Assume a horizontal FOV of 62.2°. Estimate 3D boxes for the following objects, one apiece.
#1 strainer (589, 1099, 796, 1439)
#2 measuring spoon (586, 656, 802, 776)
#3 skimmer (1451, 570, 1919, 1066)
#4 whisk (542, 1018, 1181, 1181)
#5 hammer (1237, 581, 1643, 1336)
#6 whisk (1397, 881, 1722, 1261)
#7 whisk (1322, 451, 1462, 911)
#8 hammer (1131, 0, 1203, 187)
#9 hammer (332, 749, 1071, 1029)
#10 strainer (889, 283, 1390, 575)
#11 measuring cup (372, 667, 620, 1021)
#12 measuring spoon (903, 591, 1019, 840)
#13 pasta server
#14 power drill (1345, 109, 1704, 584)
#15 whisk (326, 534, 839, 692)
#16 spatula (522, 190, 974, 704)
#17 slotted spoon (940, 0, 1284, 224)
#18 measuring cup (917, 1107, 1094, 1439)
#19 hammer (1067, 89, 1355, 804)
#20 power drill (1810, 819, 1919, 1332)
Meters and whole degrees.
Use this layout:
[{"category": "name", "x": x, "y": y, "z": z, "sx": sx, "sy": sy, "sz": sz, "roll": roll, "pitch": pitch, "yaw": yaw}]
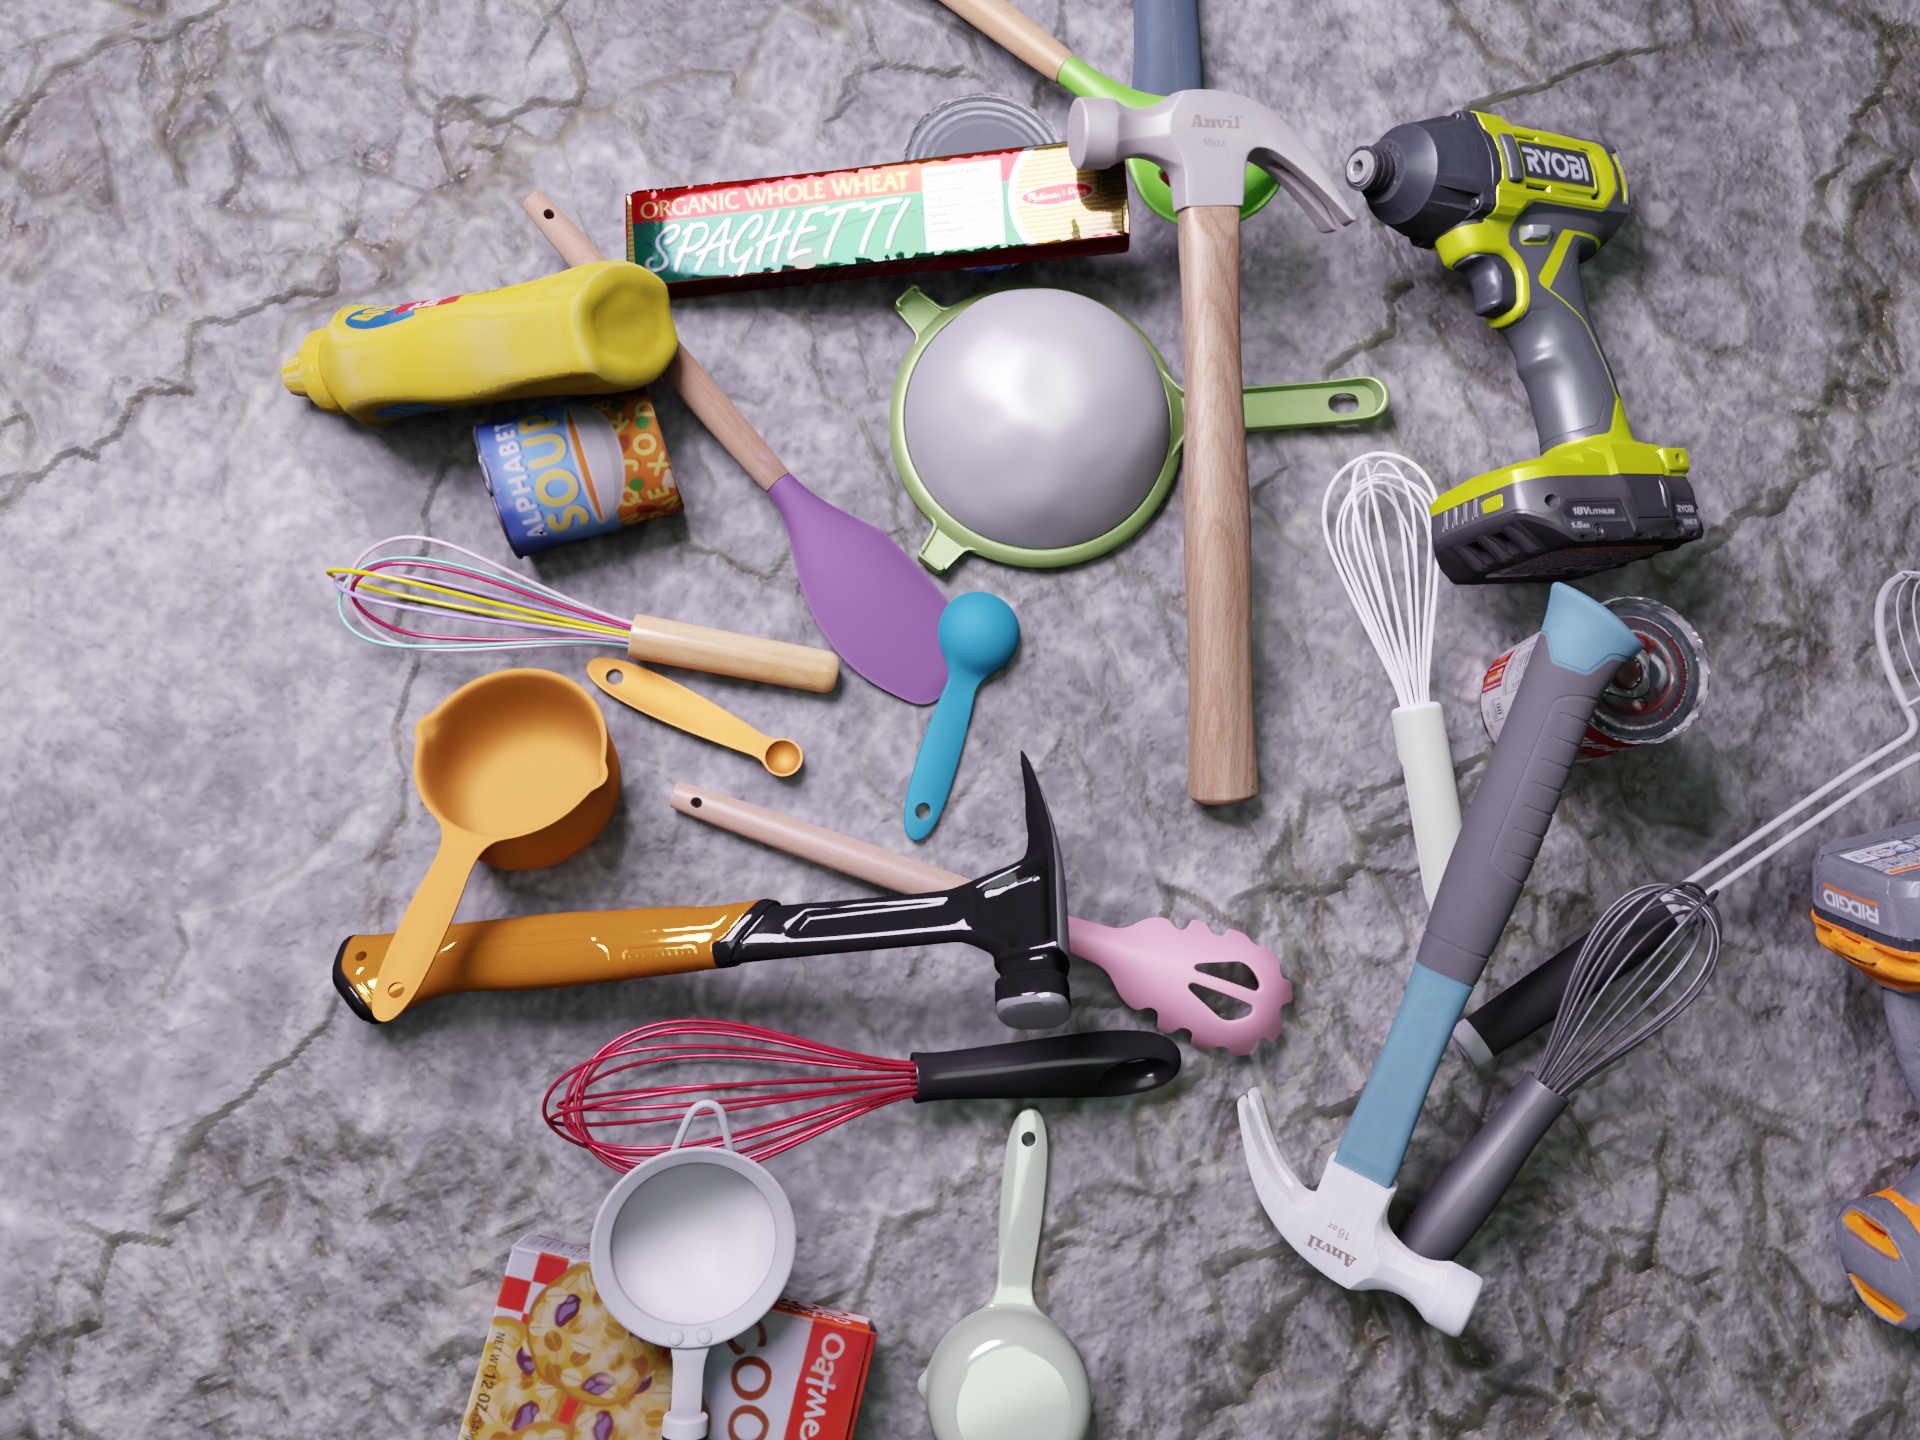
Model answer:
[{"category": "strainer", "x": -0.118, "y": 0.290, "z": 0.674, "sx": 0.087, "sy": 0.050, "sz": 0.258, "roll": 4, "pitch": 82, "yaw": -12}, {"category": "measuring spoon", "x": -0.130, "y": -0.002, "z": 0.779, "sx": 0.117, "sy": 0.011, "sz": 0.021, "roll": 25, "pitch": 69, "yaw": 4}, {"category": "skimmer", "x": 0.394, "y": 0.057, "z": 0.795, "sx": 0.363, "sy": 0.090, "sz": 0.127, "roll": -35, "pitch": 88, "yaw": 2}, {"category": "whisk", "x": -0.041, "y": 0.167, "z": 0.733, "sx": 0.295, "sy": 0.073, "sz": 0.073, "roll": -2, "pitch": 81, "yaw": -10}, {"category": "hammer", "x": 0.224, "y": 0.101, "z": 0.713, "sx": 0.128, "sy": 0.033, "sz": 0.331, "roll": 23, "pitch": 100, "yaw": 23}, {"category": "whisk", "x": 0.272, "y": 0.171, "z": 0.736, "sx": 0.055, "sy": 0.055, "sz": 0.239, "roll": 35, "pitch": 98, "yaw": 2}, {"category": "whisk", "x": 0.224, "y": -0.013, "z": 0.790, "sx": 0.059, "sy": 0.057, "sz": 0.246, "roll": -11, "pitch": 84, "yaw": 29}, {"category": "hammer", "x": 0.118, "y": -0.472, "z": 0.857, "sx": 0.143, "sy": 0.038, "sz": 0.386, "roll": -3, "pitch": 81, "yaw": -6}, {"category": "hammer", "x": -0.120, "y": 0.091, "z": 0.721, "sx": 0.337, "sy": 0.034, "sz": 0.127, "roll": -7, "pitch": 53, "yaw": 7}, {"category": "strainer", "x": 0.093, "y": -0.159, "z": 0.788, "sx": 0.256, "sy": 0.069, "sz": 0.151, "roll": -4, "pitch": 81, "yaw": -3}, {"category": "measuring cup", "x": -0.215, "y": 0.061, "z": 0.719, "sx": 0.095, "sy": 0.052, "sz": 0.174, "roll": 15, "pitch": 64, "yaw": 10}, {"category": "measuring spoon", "x": -0.001, "y": -0.002, "z": 0.777, "sx": 0.042, "sy": 0.021, "sz": 0.129, "roll": 20, "pitch": 82, "yaw": -17}, {"category": "pasta server", "x": 0.010, "y": 0.089, "z": 0.766, "sx": 0.316, "sy": 0.040, "sz": 0.060, "roll": 19, "pitch": 80, "yaw": 3}, {"category": "power drill", "x": 0.272, "y": -0.184, "z": 0.779, "sx": 0.171, "sy": 0.080, "sz": 0.223, "roll": -5, "pitch": 80, "yaw": -32}, {"category": "whisk", "x": -0.179, "y": -0.044, "z": 0.762, "sx": 0.245, "sy": 0.047, "sz": 0.051, "roll": 11, "pitch": 54, "yaw": -7}, {"category": "spatula", "x": -0.108, "y": -0.135, "z": 0.784, "sx": 0.060, "sy": 0.018, "sz": 0.316, "roll": -41, "pitch": 92, "yaw": -11}, {"category": "slotted spoon", "x": 0.037, "y": -0.348, "z": 0.813, "sx": 0.314, "sy": 0.031, "sz": 0.070, "roll": 41, "pitch": 92, "yaw": 14}, {"category": "measuring cup", "x": 0.027, "y": 0.265, "z": 0.729, "sx": 0.083, "sy": 0.038, "sz": 0.168, "roll": 6, "pitch": 83, "yaw": -3}, {"category": "hammer", "x": 0.123, "y": -0.124, "z": 0.755, "sx": 0.130, "sy": 0.031, "sz": 0.331, "roll": -5, "pitch": 99, "yaw": -12}, {"category": "power drill", "x": 0.489, "y": 0.159, "z": 0.740, "sx": 0.164, "sy": 0.084, "sz": 0.226, "roll": -13, "pitch": 101, "yaw": -6}]
